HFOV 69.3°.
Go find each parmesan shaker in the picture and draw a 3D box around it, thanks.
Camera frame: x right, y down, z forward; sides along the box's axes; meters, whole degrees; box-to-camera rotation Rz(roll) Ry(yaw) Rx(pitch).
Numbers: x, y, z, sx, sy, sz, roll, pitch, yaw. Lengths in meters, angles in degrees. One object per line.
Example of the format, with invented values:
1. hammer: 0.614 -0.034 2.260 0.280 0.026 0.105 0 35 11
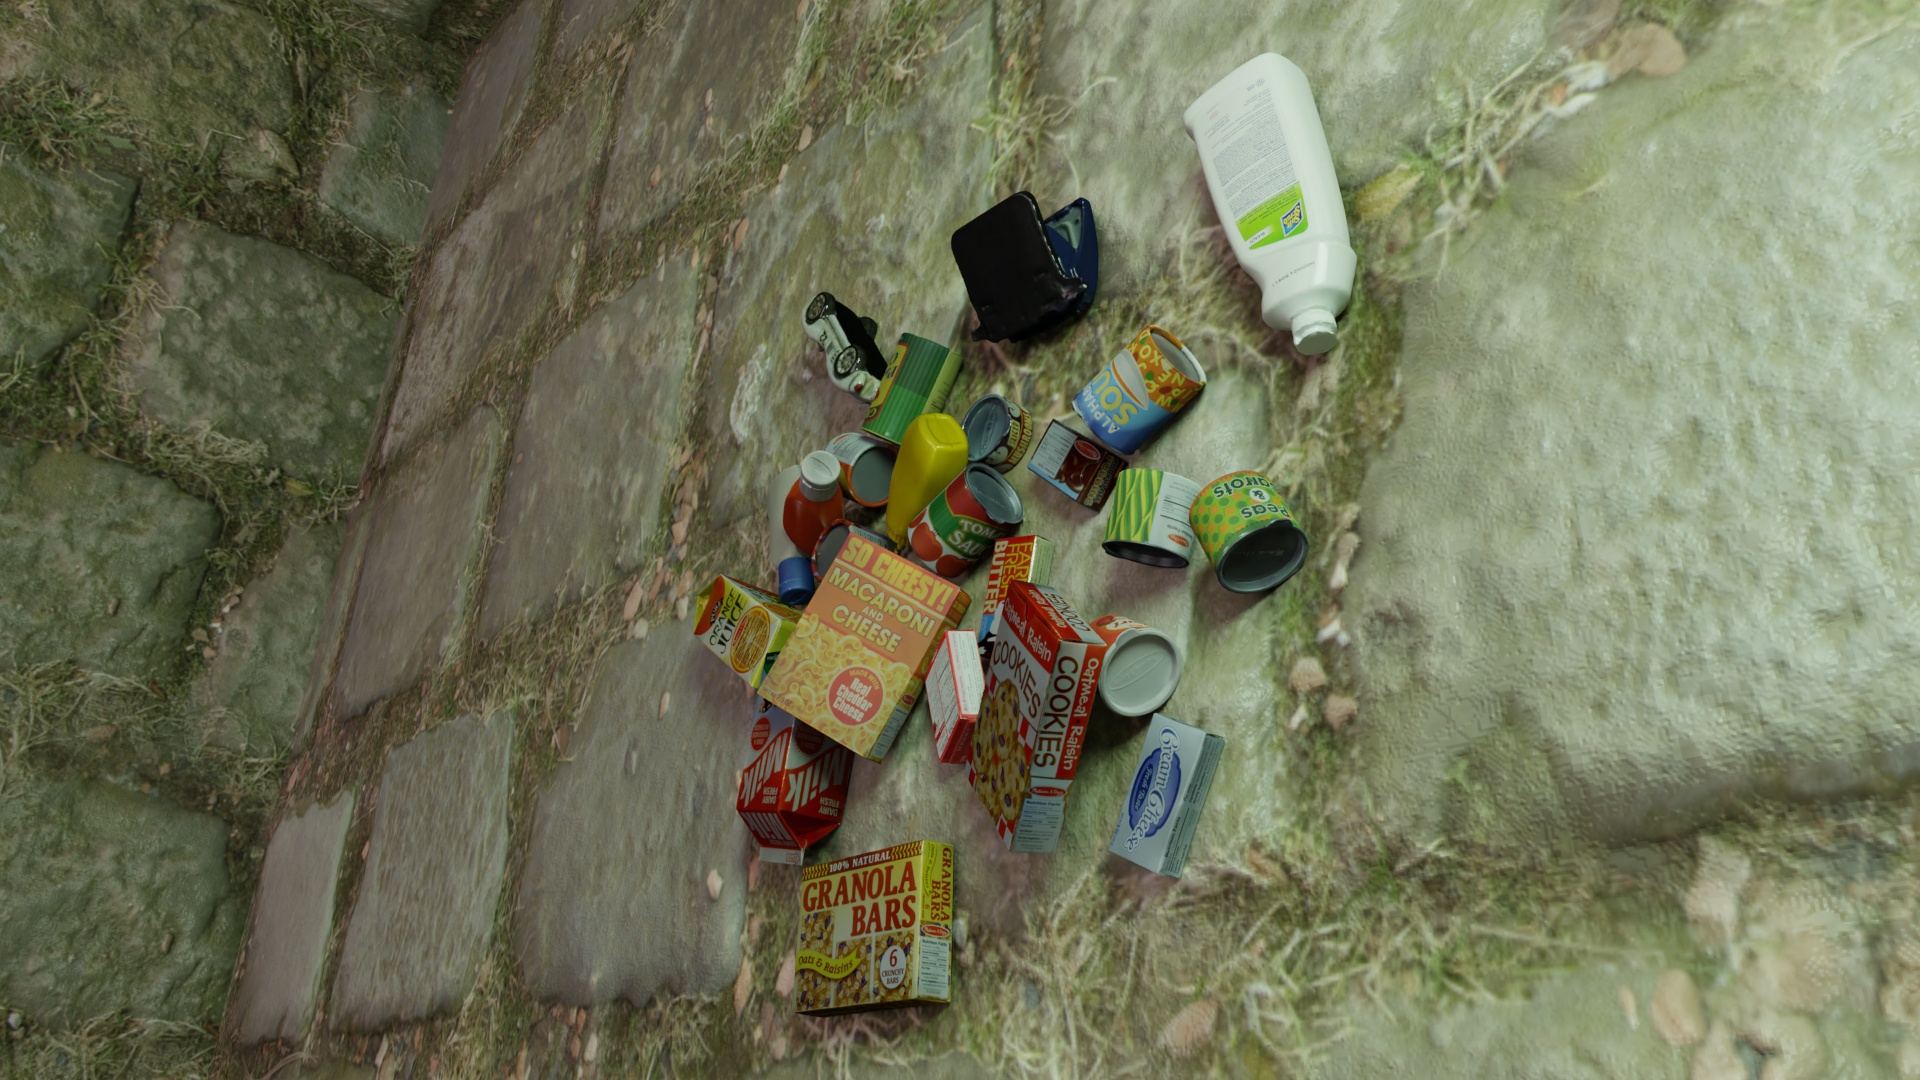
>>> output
1. parmesan shaker: -0.046 -0.142 1.345 0.071 0.071 0.103 23 90 54

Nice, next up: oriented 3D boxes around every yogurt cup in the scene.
1. yogurt cup: 0.120 0.088 1.016 0.072 0.072 0.054 -64 28 5

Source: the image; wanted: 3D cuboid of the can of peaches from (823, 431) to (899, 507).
1. can of peaches: -0.095 -0.068 1.367 0.058 0.071 0.071 22 89 53

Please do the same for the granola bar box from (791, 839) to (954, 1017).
1. granola bar box: -0.072 0.323 1.150 0.165 0.039 0.124 -24 54 43

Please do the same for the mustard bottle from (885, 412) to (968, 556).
1. mustard bottle: -0.037 -0.042 1.272 0.065 0.049 0.159 64 146 37

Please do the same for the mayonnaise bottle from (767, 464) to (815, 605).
1. mayonnaise bottle: -0.173 -0.004 1.450 0.064 0.041 0.149 -36 47 37

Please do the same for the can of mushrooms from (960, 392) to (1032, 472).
1. can of mushrooms: 0.033 -0.096 1.246 0.071 0.033 0.071 -28 51 41

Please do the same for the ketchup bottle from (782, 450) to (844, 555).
1. ketchup bottle: -0.141 -0.037 1.352 0.044 0.065 0.148 -46 -10 -24

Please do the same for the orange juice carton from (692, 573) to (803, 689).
1. orange juice carton: -0.209 0.092 1.417 0.193 0.072 0.073 27 94 53

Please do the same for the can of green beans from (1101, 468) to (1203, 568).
1. can of green beans: 0.144 -0.016 1.037 0.071 0.071 0.058 -1 70 51

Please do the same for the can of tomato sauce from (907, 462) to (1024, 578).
1. can of tomato sauce: 0.004 -0.015 1.211 0.082 0.071 0.071 -44 42 30

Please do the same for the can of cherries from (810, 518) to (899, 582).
1. can of cherries: -0.103 0.019 1.334 0.071 0.058 0.072 -27 52 41

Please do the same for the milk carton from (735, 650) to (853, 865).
1. milk carton: -0.149 0.201 1.282 0.072 0.073 0.191 -11 64 48

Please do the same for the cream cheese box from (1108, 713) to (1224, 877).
1. cream cheese box: 0.144 0.177 0.970 0.053 0.024 0.104 14 83 52

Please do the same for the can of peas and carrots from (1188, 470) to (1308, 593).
1. can of peas and carrots: 0.199 -0.008 0.962 0.070 0.071 0.059 -47 40 25

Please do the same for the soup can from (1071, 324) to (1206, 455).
1. soup can: 0.140 -0.119 1.093 0.083 0.071 0.072 -45 42 27

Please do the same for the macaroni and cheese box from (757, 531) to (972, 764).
1. macaroni and cheese box: -0.084 0.093 1.223 0.124 0.040 0.166 27 83 23

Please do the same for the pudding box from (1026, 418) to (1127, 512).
1. pudding box: 0.095 -0.063 1.153 0.049 0.030 0.084 -60 37 7

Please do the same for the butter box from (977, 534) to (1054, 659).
1. butter box: 0.046 0.048 1.161 0.053 0.024 0.104 -9 65 49

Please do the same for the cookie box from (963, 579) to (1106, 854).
1. cookie box: 0.052 0.129 1.036 0.123 0.040 0.167 -131 52 -67
